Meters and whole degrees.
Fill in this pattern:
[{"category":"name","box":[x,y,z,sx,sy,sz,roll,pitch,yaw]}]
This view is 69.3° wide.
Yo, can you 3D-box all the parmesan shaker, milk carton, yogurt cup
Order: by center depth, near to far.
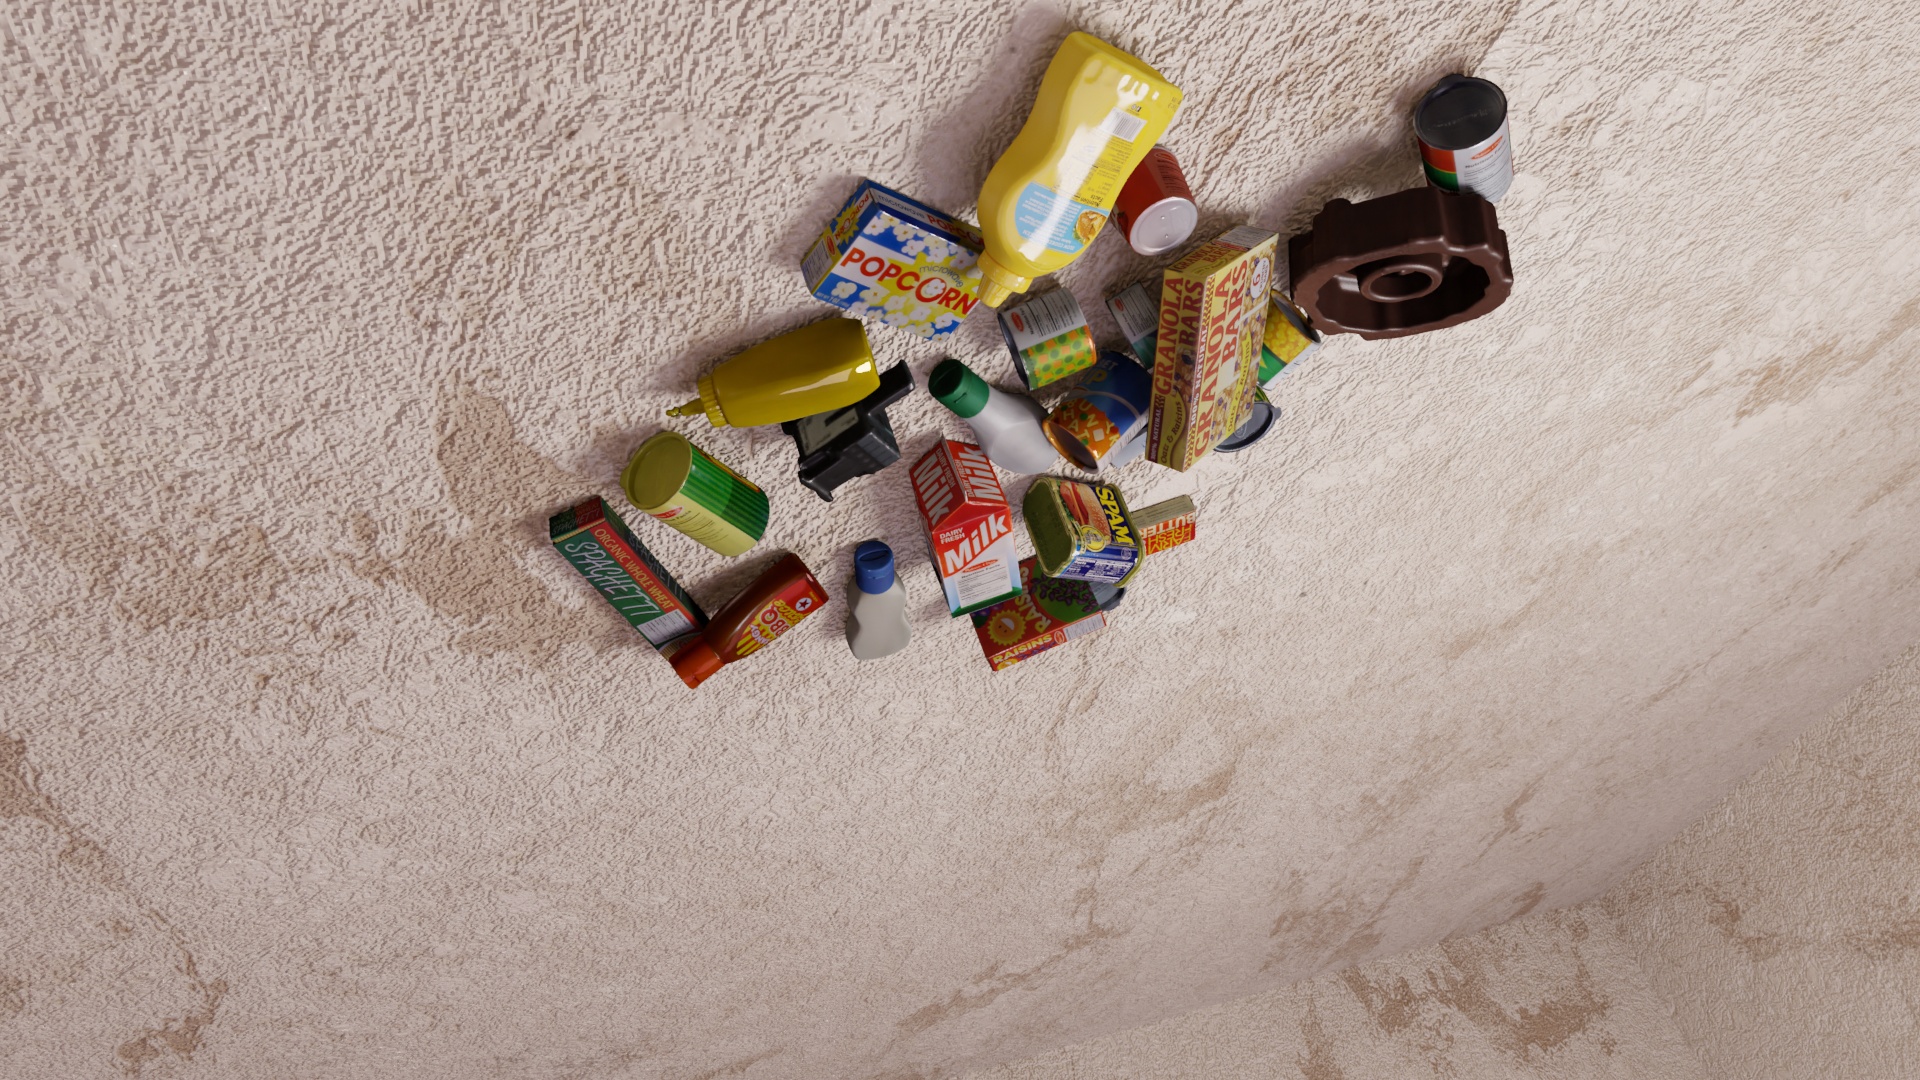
[{"category":"yogurt cup","box":[0.139,-0.247,1.019,0.072,0.054,0.072,-15,146,-11]},{"category":"parmesan shaker","box":[-0.210,-0.035,1.108,0.071,0.071,0.103,-32,145,15]},{"category":"milk carton","box":[0.004,-0.016,1.246,0.073,0.072,0.189,-19,147,-5]}]

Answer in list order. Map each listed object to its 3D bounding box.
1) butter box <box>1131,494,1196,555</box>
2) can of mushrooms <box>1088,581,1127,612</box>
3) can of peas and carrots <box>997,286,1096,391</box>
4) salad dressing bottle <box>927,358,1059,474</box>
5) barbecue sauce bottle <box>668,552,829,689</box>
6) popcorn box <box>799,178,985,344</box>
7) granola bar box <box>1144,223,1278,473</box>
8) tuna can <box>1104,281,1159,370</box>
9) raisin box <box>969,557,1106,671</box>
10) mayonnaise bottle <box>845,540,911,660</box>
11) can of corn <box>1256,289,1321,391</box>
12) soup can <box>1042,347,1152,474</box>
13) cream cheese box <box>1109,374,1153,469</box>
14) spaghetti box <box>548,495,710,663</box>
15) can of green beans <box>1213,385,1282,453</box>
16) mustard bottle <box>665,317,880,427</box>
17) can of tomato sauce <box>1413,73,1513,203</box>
[{"category":"butter box","box":[0.187,-0.008,1.398,0.103,0.024,0.053,-18,145,-6]},{"category":"can of mushrooms","box":[0.138,0.048,1.440,0.071,0.033,0.070,-15,145,-11]},{"category":"can of peas and carrots","box":[0.069,-0.157,1.092,0.059,0.071,0.070,-22,146,0]},{"category":"salad dressing bottle","box":[0.029,-0.104,1.164,0.064,0.044,0.147,-39,141,15]},{"category":"barbecue sauce bottle","box":[-0.193,0.075,1.253,0.149,0.044,0.064,-37,144,-6]},{"category":"popcorn box","box":[-0.040,-0.198,1.000,0.127,0.038,0.085,14,131,-41]},{"category":"granola bar box","box":[0.197,-0.153,1.097,0.125,0.039,0.164,-36,138,-44]},{"category":"tuna can","box":[0.147,-0.171,1.116,0.033,0.071,0.071,-30,145,12]},{"category":"raisin box","box":[0.071,0.067,1.381,0.123,0.086,0.040,-23,150,1]},{"category":"mayonnaise bottle","box":[-0.080,0.058,1.328,0.065,0.041,0.147,-15,144,-12]},{"category":"can of corn","box":[0.262,-0.172,1.180,0.071,0.071,0.058,18,129,-43]},{"category":"soup can","box":[0.117,-0.108,1.161,0.084,0.071,0.071,-47,148,-13]},{"category":"cream cheese box","box":[0.165,-0.112,1.218,0.103,0.053,0.024,-34,140,16]},{"category":"spaghetti box","box":[-0.277,0.043,1.209,0.050,0.029,0.249,-24,146,2]},{"category":"can of green beans","box":[0.240,-0.121,1.242,0.071,0.058,0.071,-15,145,-10]},{"category":"mustard bottle","box":[-0.142,-0.117,1.037,0.160,0.065,0.048,-16,140,2]},{"category":"can of tomato sauce","box":[0.387,-0.304,1.066,0.071,0.071,0.083,-29,148,11]}]
